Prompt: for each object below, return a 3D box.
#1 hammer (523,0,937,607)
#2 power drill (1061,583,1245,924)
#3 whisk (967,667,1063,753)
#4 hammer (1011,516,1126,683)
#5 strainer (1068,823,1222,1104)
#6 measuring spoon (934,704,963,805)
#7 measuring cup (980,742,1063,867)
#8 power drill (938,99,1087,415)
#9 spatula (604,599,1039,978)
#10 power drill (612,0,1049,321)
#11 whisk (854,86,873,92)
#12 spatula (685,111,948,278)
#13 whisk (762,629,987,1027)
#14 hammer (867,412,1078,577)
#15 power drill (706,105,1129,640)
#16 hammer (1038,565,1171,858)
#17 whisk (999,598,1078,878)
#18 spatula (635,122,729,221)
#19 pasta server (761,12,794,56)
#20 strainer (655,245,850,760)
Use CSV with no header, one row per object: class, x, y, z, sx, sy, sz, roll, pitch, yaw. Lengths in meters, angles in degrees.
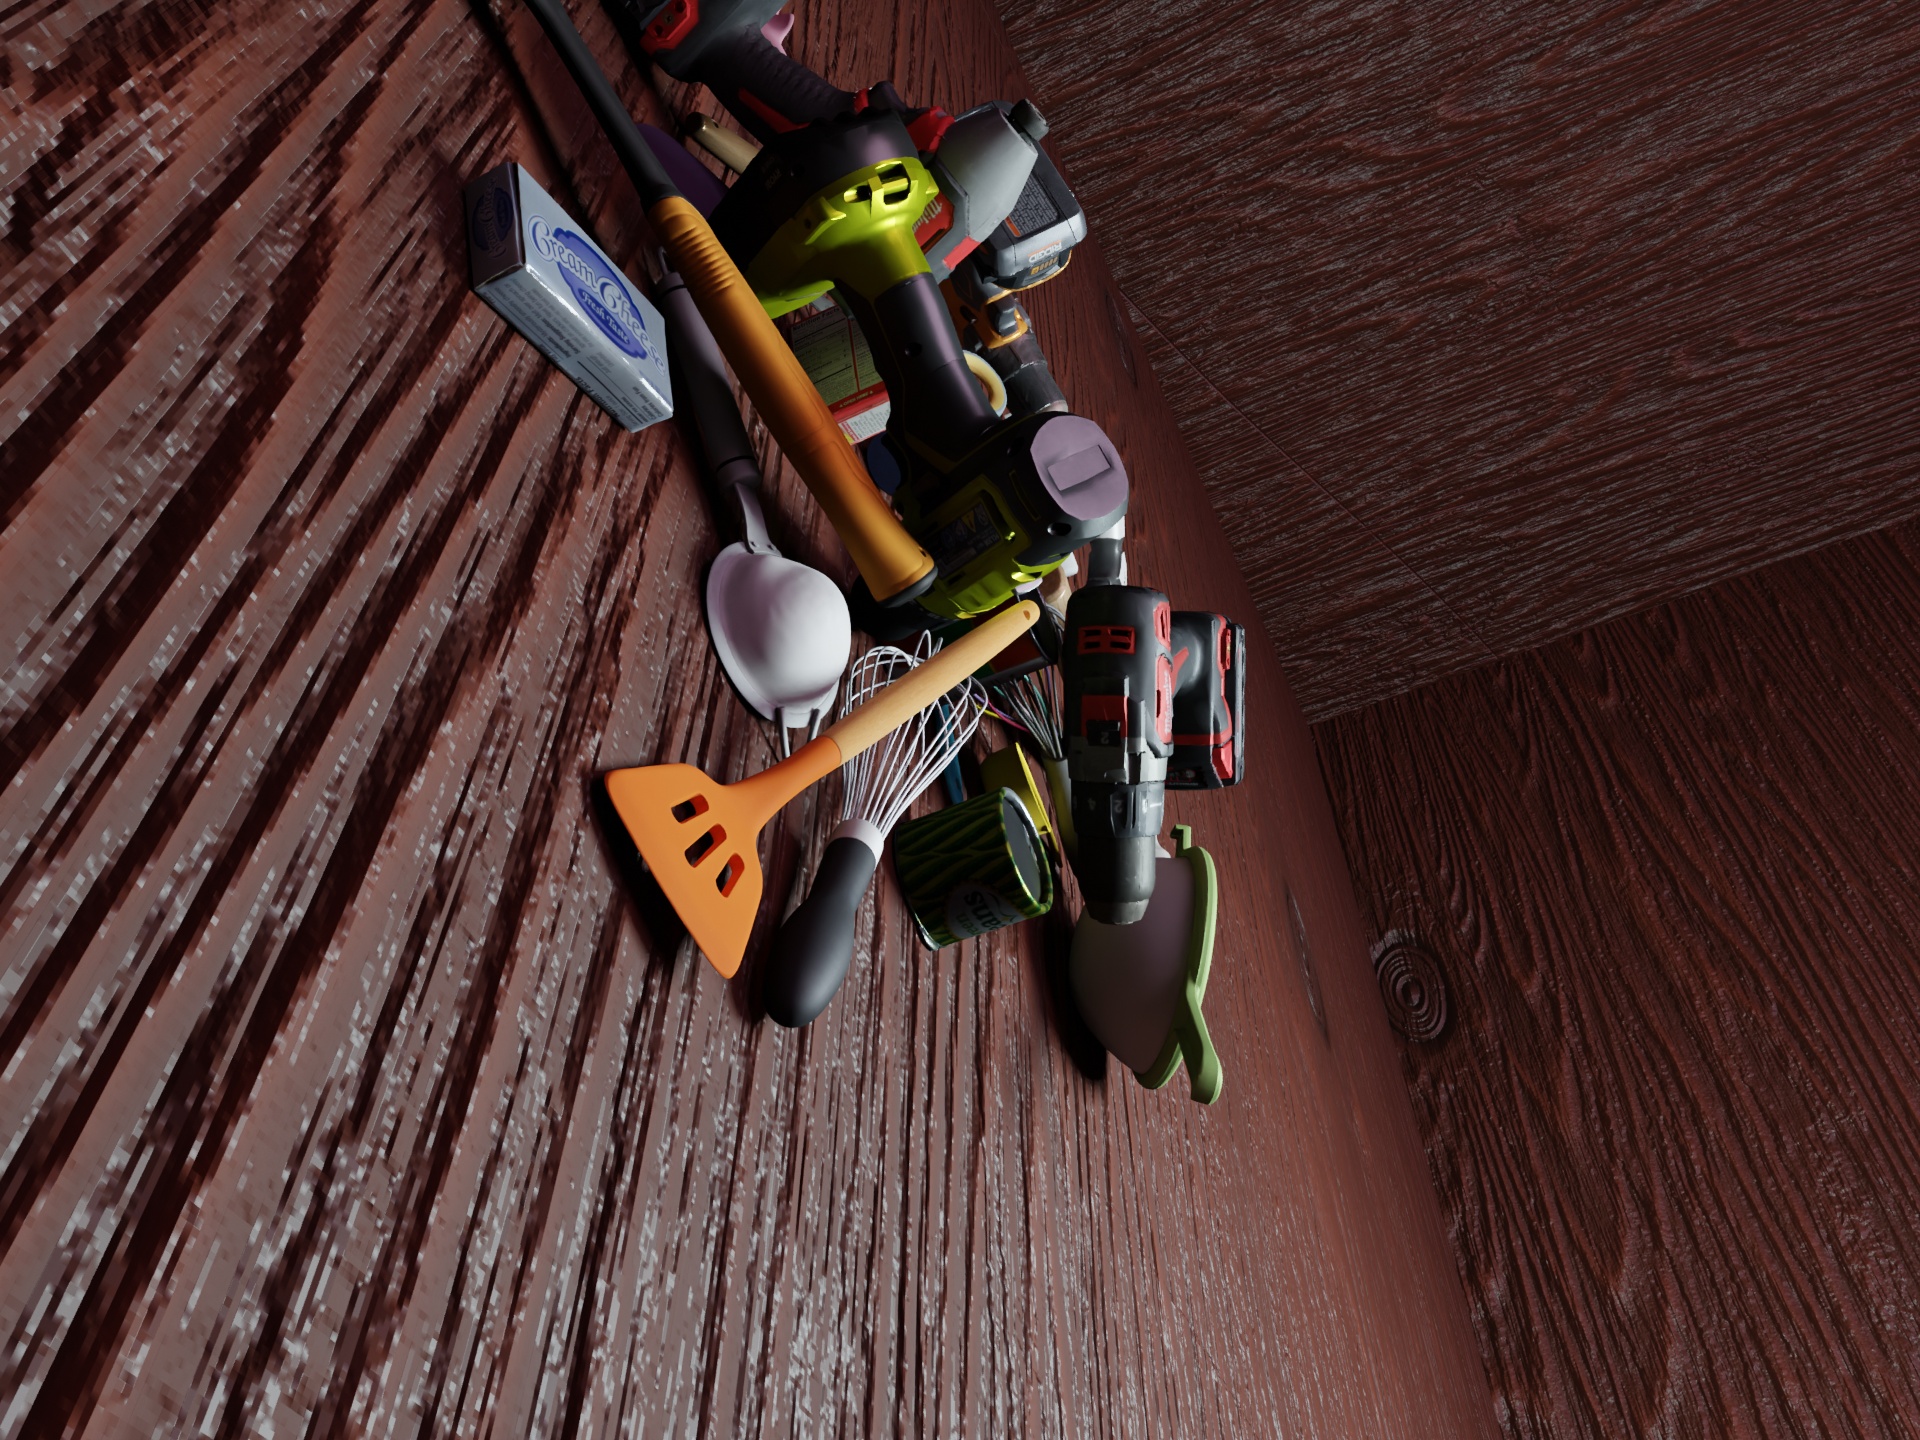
hammer,-0.109,-0.193,0.681,0.336,0.034,0.127,58,13,-14
power drill,0.114,0.015,0.957,0.226,0.080,0.188,-8,99,-70
whisk,0.050,0.005,1.071,0.244,0.051,0.047,51,51,-59
hammer,0.080,-0.072,1.216,0.335,0.035,0.146,-36,125,-68
strainer,0.103,0.155,0.924,0.256,0.069,0.151,-86,-170,-79
measuring spoon,-0.001,-0.003,0.921,0.042,0.021,0.129,53,22,-46
measuring cup,0.041,0.065,0.994,0.156,0.029,0.062,66,4,-62
power drill,0.032,-0.322,1.181,0.185,0.084,0.226,60,-11,9
spatula,-0.036,0.002,0.662,0.081,0.041,0.322,60,37,-6
power drill,-0.063,-0.330,0.827,0.219,0.143,0.078,51,22,-5
whisk,-0.089,-0.426,1.118,0.246,0.058,0.059,-41,141,-69
spatula,-0.089,-0.334,1.003,0.082,0.044,0.317,59,16,6
whisk,-0.038,0.039,0.694,0.070,0.070,0.285,63,21,-23
hammer,0.011,-0.175,1.157,0.405,0.035,0.144,-13,83,-74
power drill,-0.036,-0.154,0.773,0.080,0.190,0.228,-29,91,-37
hammer,0.093,-0.008,1.104,0.331,0.031,0.130,62,10,-56
whisk,0.064,0.021,0.986,0.055,0.055,0.238,-88,164,-54
spatula,-0.112,-0.286,0.911,0.060,0.018,0.316,64,16,1
pasta server,-0.091,-0.371,0.970,0.060,0.040,0.316,-8,65,-40
strainer,-0.095,-0.103,0.707,0.086,0.050,0.259,3,63,-58
